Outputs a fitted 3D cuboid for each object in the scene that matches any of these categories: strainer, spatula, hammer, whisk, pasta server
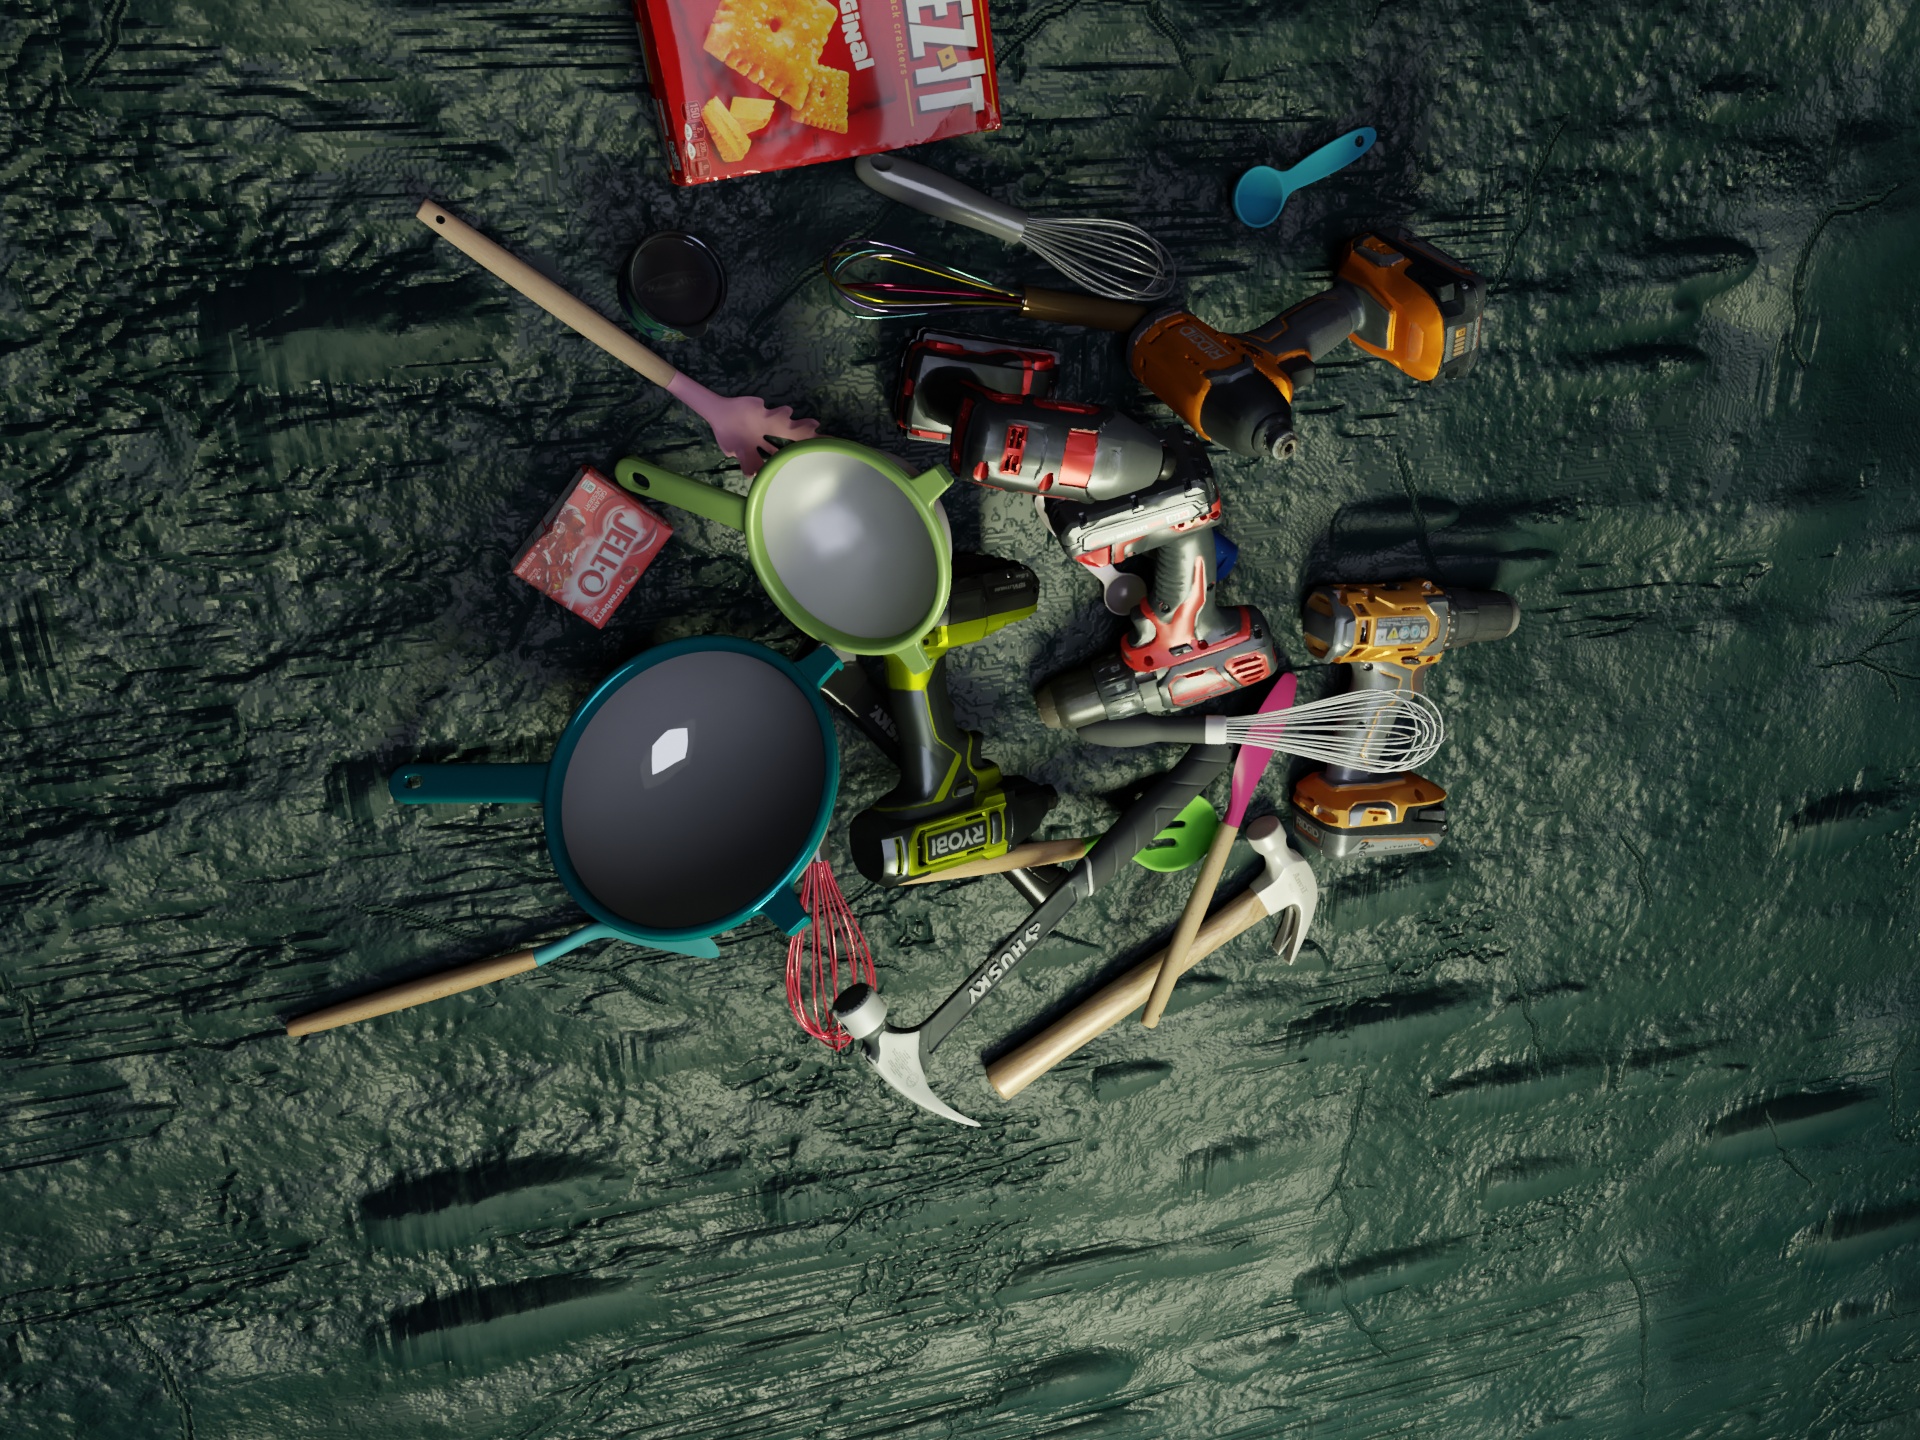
[{"bbox_3d":[-0.108,-0.140,1.057,0.256,0.069,0.151,21,128,20],"label":"strainer"},{"bbox_3d":[-0.342,0.194,1.190,0.317,0.082,0.044,-16,72,-7],"label":"spatula"},{"bbox_3d":[0.166,0.223,1.377,0.331,0.031,0.130,-35,118,-1],"label":"hammer"},{"bbox_3d":[0.232,0.007,1.245,0.284,0.070,0.070,1,115,11],"label":"whisk"},{"bbox_3d":[-0.213,-0.242,1.050,0.316,0.040,0.060,33,88,-26],"label":"pasta server"},{"bbox_3d":[0.021,-0.291,1.102,0.245,0.047,0.051,3,110,-23],"label":"whisk"},{"bbox_3d":[-0.109,0.123,1.230,0.073,0.073,0.295,-9,110,-14],"label":"whisk"},{"bbox_3d":[-0.229,0.055,1.102,0.340,0.211,0.095,-1,160,18],"label":"strainer"},{"bbox_3d":[-0.017,0.054,1.227,0.146,0.035,0.334,-52,123,-15],"label":"hammer"},{"bbox_3d":[0.040,-0.340,1.086,0.238,0.055,0.055,15,107,-18],"label":"whisk"},{"bbox_3d":[0.088,0.139,1.237,0.409,0.036,0.149,-42,113,-20],"label":"hammer"}]

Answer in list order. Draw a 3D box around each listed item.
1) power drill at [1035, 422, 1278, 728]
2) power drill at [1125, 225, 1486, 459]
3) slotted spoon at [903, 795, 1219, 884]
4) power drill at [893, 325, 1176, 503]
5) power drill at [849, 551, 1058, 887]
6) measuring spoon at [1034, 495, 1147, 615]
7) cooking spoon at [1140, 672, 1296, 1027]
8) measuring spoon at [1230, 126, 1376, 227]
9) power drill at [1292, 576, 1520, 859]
[{"bbox_3d":[0.125,-0.089,1.176,0.188,0.080,0.226,-18,133,8],"label":"power drill"},{"bbox_3d":[0.252,-0.258,1.117,0.226,0.164,0.084,-23,136,-13],"label":"power drill"},{"bbox_3d":[0.074,0.102,1.260,0.313,0.031,0.070,-6,106,-30],"label":"slotted spoon"},{"bbox_3d":[0.043,-0.197,1.047,0.143,0.220,0.078,4,111,-19],"label":"power drill"},{"bbox_3d":[-0.002,-0.004,1.161,0.171,0.080,0.223,-14,111,-33],"label":"power drill"},{"bbox_3d":[0.097,-0.129,1.214,0.034,0.018,0.124,-41,112,9],"label":"measuring spoon"},{"bbox_3d":[0.214,0.109,1.315,0.068,0.017,0.319,6,107,-61],"label":"cooking spoon"},{"bbox_3d":[0.245,-0.397,1.147,0.128,0.021,0.042,-31,119,-13],"label":"measuring spoon"},{"bbox_3d":[0.369,-0.007,1.319,0.185,0.084,0.226,-5,109,-18],"label":"power drill"}]
